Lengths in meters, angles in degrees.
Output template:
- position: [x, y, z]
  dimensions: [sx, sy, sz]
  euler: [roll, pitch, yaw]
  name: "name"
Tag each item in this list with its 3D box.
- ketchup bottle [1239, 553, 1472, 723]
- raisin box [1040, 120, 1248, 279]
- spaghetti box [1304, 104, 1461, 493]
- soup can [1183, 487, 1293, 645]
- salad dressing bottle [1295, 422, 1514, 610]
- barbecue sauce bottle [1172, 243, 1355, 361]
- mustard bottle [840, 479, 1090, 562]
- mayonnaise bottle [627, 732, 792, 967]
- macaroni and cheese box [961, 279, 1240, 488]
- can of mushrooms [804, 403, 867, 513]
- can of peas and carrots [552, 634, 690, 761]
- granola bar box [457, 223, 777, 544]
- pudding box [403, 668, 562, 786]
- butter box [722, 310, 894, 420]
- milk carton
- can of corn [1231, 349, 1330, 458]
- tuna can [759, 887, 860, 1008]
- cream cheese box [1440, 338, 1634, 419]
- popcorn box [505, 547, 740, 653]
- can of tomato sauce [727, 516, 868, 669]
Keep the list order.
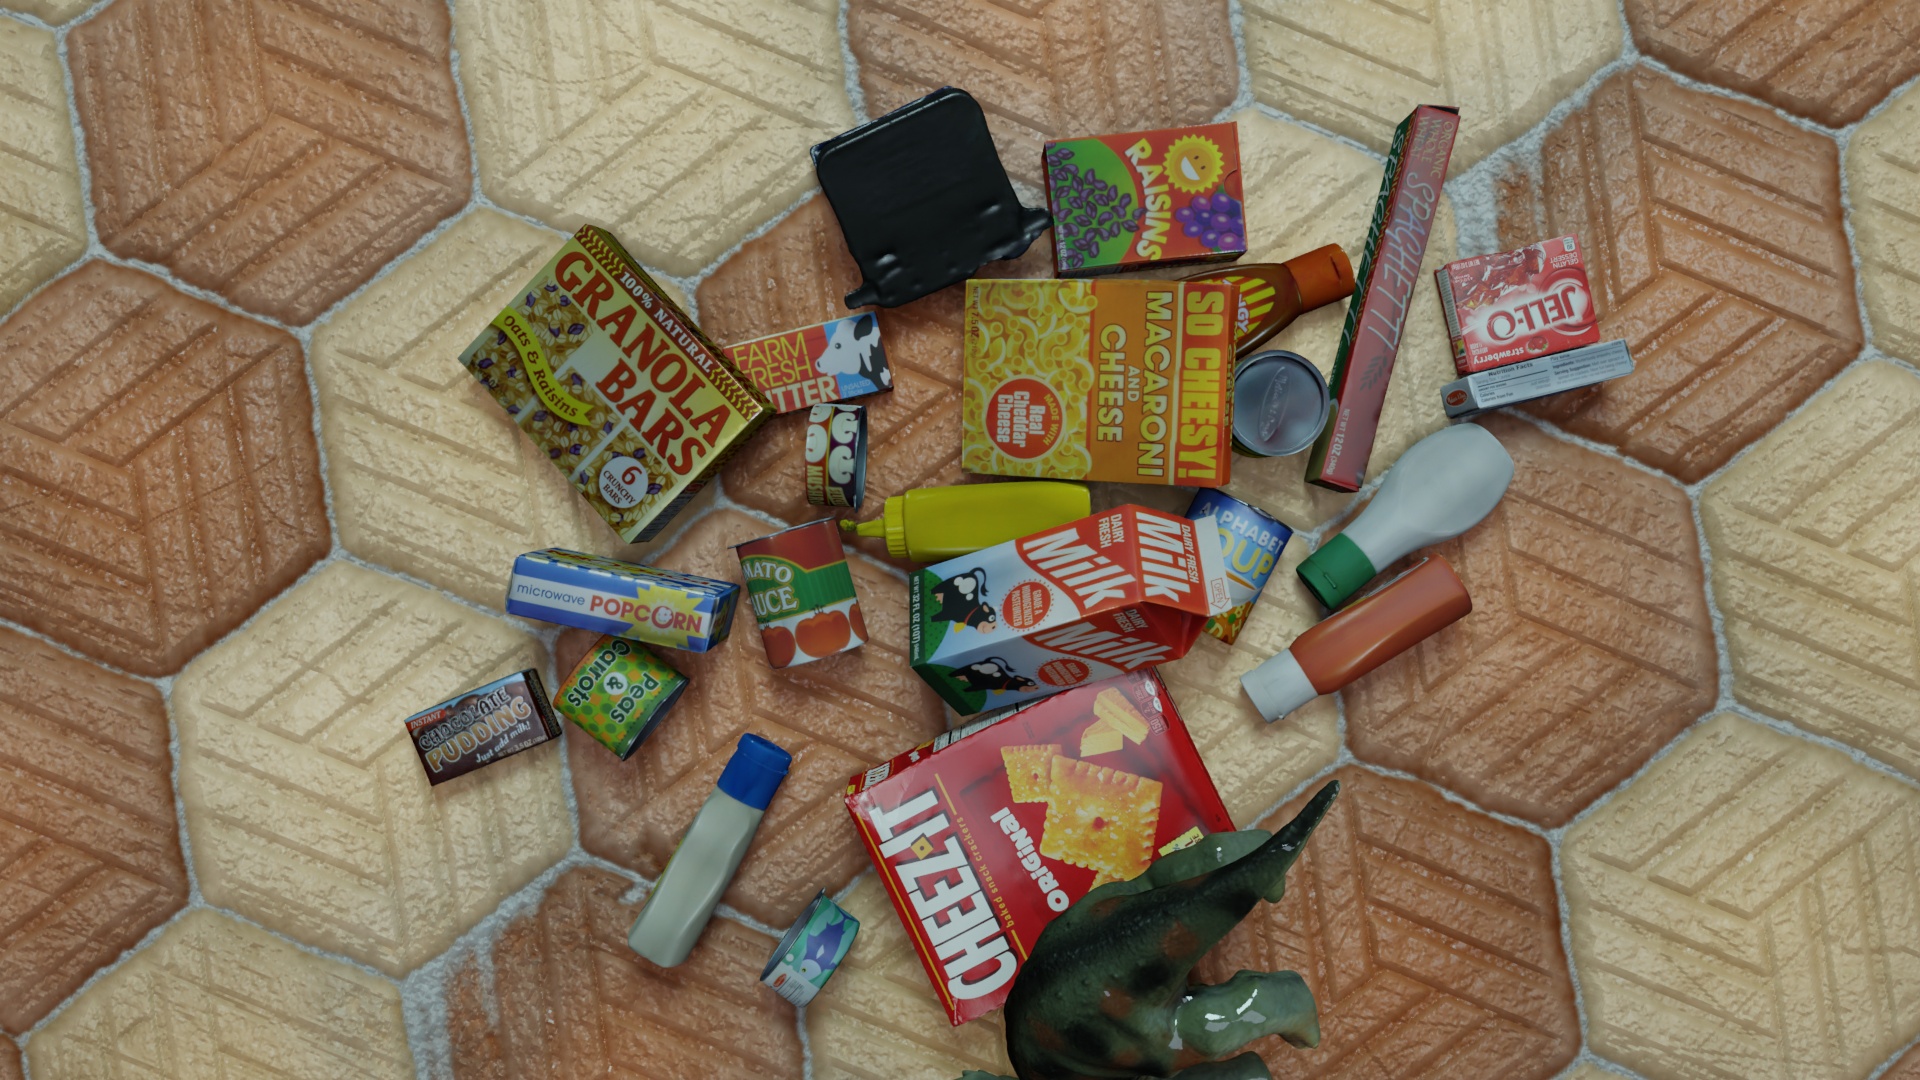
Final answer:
- position: [0.252, 0.065, 0.890]
  dimensions: [0.148, 0.064, 0.043]
  euler: [-33, 70, 8]
  name: "ketchup bottle"
- position: [0.118, -0.219, 0.897]
  dimensions: [0.123, 0.040, 0.086]
  euler: [-6, 90, -1]
  name: "raisin box"
- position: [0.270, -0.154, 0.892]
  dimensions: [0.029, 0.050, 0.250]
  euler: [15, 90, 1]
  name: "spaghetti box"
- position: [0.163, 0.016, 0.882]
  dimensions: [0.071, 0.071, 0.083]
  euler: [27, 91, 0]
  name: "soup can"
- position: [0.285, -0.014, 0.897]
  dimensions: [0.147, 0.044, 0.064]
  euler: [-38, 87, 1]
  name: "salad dressing bottle"
- position: [0.178, -0.149, 0.895]
  dimensions: [0.148, 0.043, 0.065]
  euler: [-21, 86, 0]
  name: "barbecue sauce bottle"
- position: [0.003, -0.011, 0.888]
  dimensions: [0.160, 0.065, 0.049]
  euler: [-4, 91, 5]
  name: "mustard bottle"
- position: [-0.159, 0.196, 0.890]
  dimensions: [0.041, 0.064, 0.148]
  euler: [28, 86, 3]
  name: "mayonnaise bottle"
- position: [0.086, -0.099, 0.863]
  dimensions: [0.166, 0.040, 0.123]
  euler: [5, 99, 21]
  name: "macaroni and cheese box"
- position: [-0.078, -0.052, 0.883]
  dimensions: [0.033, 0.071, 0.071]
  euler: [4, 91, 1]
  name: "can of mushrooms"
- position: [-0.216, 0.096, 0.882]
  dimensions: [0.059, 0.071, 0.071]
  euler: [37, 91, 0]
  name: "can of peas and carrots"
- position: [-0.217, -0.098, 0.884]
  dimensions: [0.124, 0.039, 0.165]
  euler: [-44, 84, 7]
  name: "granola bar box"
- position: [-0.310, 0.121, 0.903]
  dimensions: [0.084, 0.030, 0.049]
  euler: [-22, 90, 0]
  name: "pudding box"
- position: [-0.099, -0.112, 0.904]
  dimensions: [0.103, 0.024, 0.053]
  euler: [-14, 90, 0]
  name: "butter box"
- position: [0.068, 0.039, 0.840]
  dimensions: [0.190, 0.073, 0.073]
  euler: [-18, 50, 20]
  name: "milk carton"
- position: [0.193, -0.087, 0.888]
  dimensions: [0.071, 0.058, 0.071]
  euler: [0, 91, 0]
  name: "can of corn"
- position: [-0.094, 0.260, 0.888]
  dimensions: [0.033, 0.071, 0.071]
  euler: [37, 91, -1]
  name: "tuna can"
- position: [0.369, -0.103, 0.891]
  dimensions: [0.104, 0.053, 0.024]
  euler: [-14, 89, 0]
  name: "cream cheese box"
- position: [-0.210, 0.036, 0.875]
  dimensions: [0.127, 0.085, 0.038]
  euler: [12, 92, -1]
  name: "popcorn box"
- position: [-0.102, 0.034, 0.883]
  dimensions: [0.071, 0.071, 0.083]
  euler: [-16, 91, 0]
  name: "can of tomato sauce"
